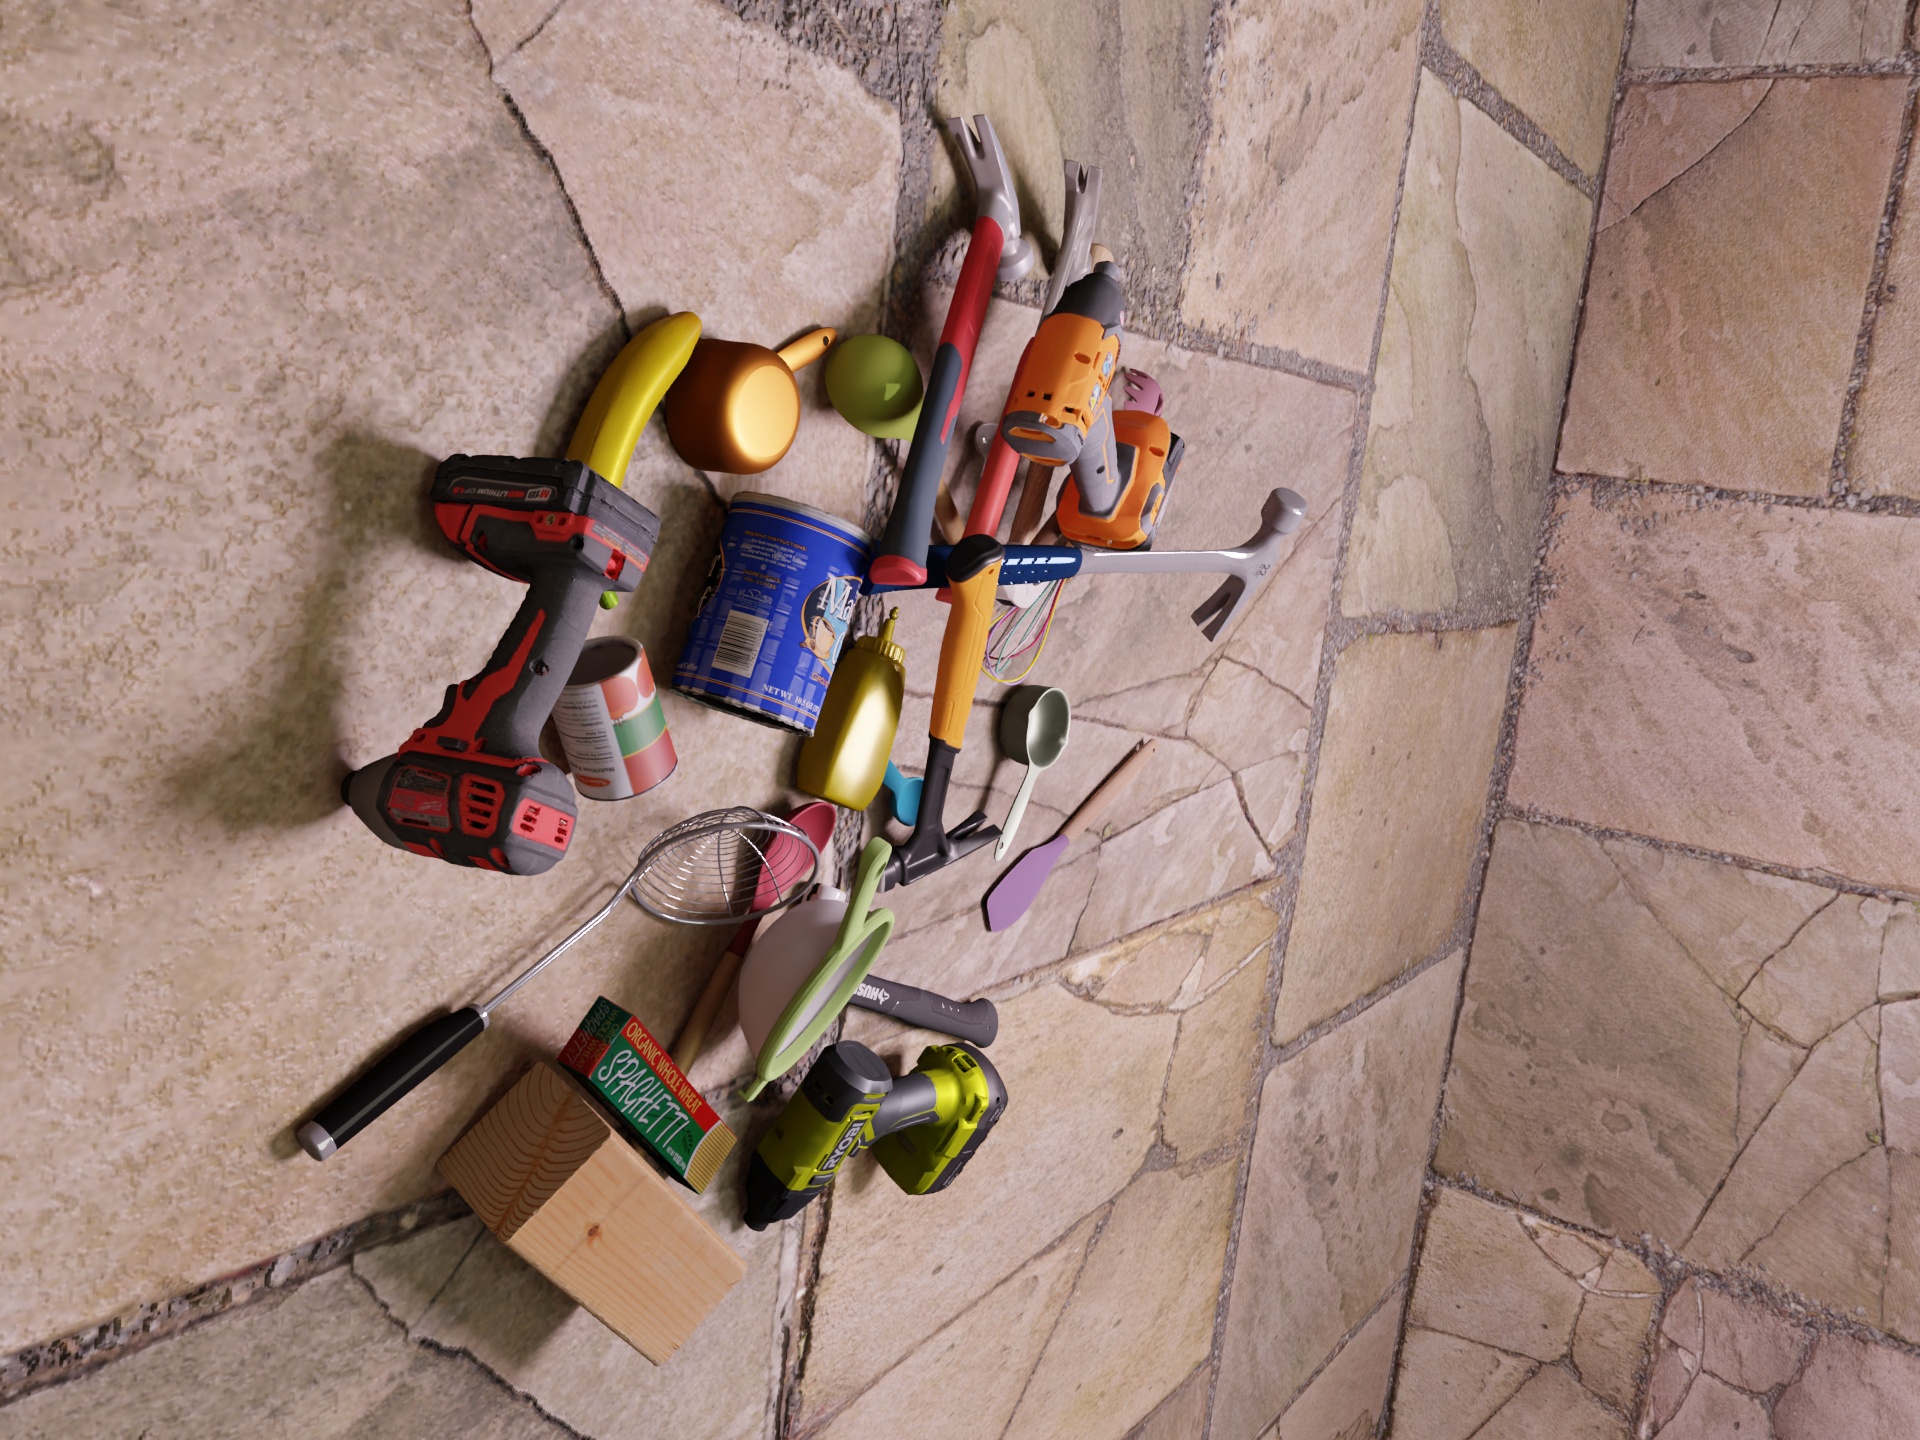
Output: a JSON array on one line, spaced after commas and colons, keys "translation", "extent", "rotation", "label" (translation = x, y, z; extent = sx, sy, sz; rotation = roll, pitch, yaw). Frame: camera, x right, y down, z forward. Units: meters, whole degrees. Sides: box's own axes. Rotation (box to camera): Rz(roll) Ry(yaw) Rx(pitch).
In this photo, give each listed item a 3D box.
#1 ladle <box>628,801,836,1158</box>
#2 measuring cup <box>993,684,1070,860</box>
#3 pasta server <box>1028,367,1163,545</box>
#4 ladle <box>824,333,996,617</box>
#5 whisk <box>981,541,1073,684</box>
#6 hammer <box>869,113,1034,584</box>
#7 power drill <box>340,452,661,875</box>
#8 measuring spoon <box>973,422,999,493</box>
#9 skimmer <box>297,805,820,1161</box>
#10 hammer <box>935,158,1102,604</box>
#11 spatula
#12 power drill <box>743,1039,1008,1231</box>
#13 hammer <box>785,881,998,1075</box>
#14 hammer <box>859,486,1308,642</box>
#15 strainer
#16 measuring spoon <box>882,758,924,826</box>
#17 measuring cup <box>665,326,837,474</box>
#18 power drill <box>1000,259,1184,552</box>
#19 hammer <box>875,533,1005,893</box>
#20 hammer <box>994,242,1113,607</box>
[{"translation": [-0.176, 0.196, 1.166], "extent": [0.315, 0.031, 0.069], "rotation": [-64, 153, -16], "label": "ladle"}, {"translation": [0.050, 0.046, 1.448], "extent": [0.083, 0.038, 0.167], "rotation": [35, 73, -55], "label": "measuring cup"}, {"translation": [0.118, -0.225, 1.416], "extent": [0.316, 0.040, 0.060], "rotation": [-53, 148, -43], "label": "pasta server"}, {"translation": [-0.028, -0.178, 1.258], "extent": [0.319, 0.062, 0.078], "rotation": [64, 37, -54], "label": "ladle"}, {"translation": [0.079, -0.122, 1.433], "extent": [0.245, 0.047, 0.051], "rotation": [-56, 154, -36], "label": "whisk"}, {"translation": [-0.011, -0.262, 1.143], "extent": [0.143, 0.038, 0.387], "rotation": [64, 33, -51], "label": "hammer"}, {"translation": [-0.257, -0.030, 0.871], "extent": [0.078, 0.143, 0.220], "rotation": [36, 64, -59], "label": "power drill"}, {"translation": [0.020, -0.188, 1.310], "extent": [0.034, 0.018, 0.124], "rotation": [14, 69, -21], "label": "measuring spoon"}, {"translation": [-0.238, 0.168, 1.003], "extent": [0.363, 0.090, 0.127], "rotation": [-40, 164, -40], "label": "skimmer"}, {"translation": [0.049, -0.258, 1.264], "extent": [0.149, 0.037, 0.359], "rotation": [85, 21, -74], "label": "hammer"}, {"translation": [0.116, 0.107, 1.586], "extent": [0.316, 0.018, 0.059], "rotation": [-43, 135, -40], "label": "spatula"}, {"translation": [-0.073, 0.339, 1.307], "extent": [0.223, 0.080, 0.171], "rotation": [12, 115, -55], "label": "power drill"}, {"translation": [-0.056, 0.244, 1.357], "extent": [0.334, 0.035, 0.146], "rotation": [33, 72, -56], "label": "hammer"}, {"translation": [0.095, -0.117, 1.238], "extent": [0.405, 0.035, 0.144], "rotation": [-5, 137, -35], "label": "hammer"}, {"translation": [-0.104, 0.148, 1.112], "extent": [0.151, 0.069, 0.256], "rotation": [-45, 164, -41], "label": "strainer"}, {"translation": [-0.066, 0.040, 1.294], "extent": [0.042, 0.021, 0.128], "rotation": [-56, 133, -18], "label": "measuring spoon"}, {"translation": [-0.122, -0.228, 1.075], "extent": [0.174, 0.052, 0.095], "rotation": [-42, 134, -39], "label": "measuring cup"}, {"translation": [0.111, -0.241, 1.254], "extent": [0.164, 0.084, 0.226], "rotation": [-69, 154, -15], "label": "power drill"}, {"translation": [-0.002, -0.004, 1.223], "extent": [0.127, 0.034, 0.336], "rotation": [-23, 142, -31], "label": "hammer"}, {"translation": [0.081, -0.256, 1.379], "extent": [0.130, 0.031, 0.331], "rotation": [40, 63, -68], "label": "hammer"}]
